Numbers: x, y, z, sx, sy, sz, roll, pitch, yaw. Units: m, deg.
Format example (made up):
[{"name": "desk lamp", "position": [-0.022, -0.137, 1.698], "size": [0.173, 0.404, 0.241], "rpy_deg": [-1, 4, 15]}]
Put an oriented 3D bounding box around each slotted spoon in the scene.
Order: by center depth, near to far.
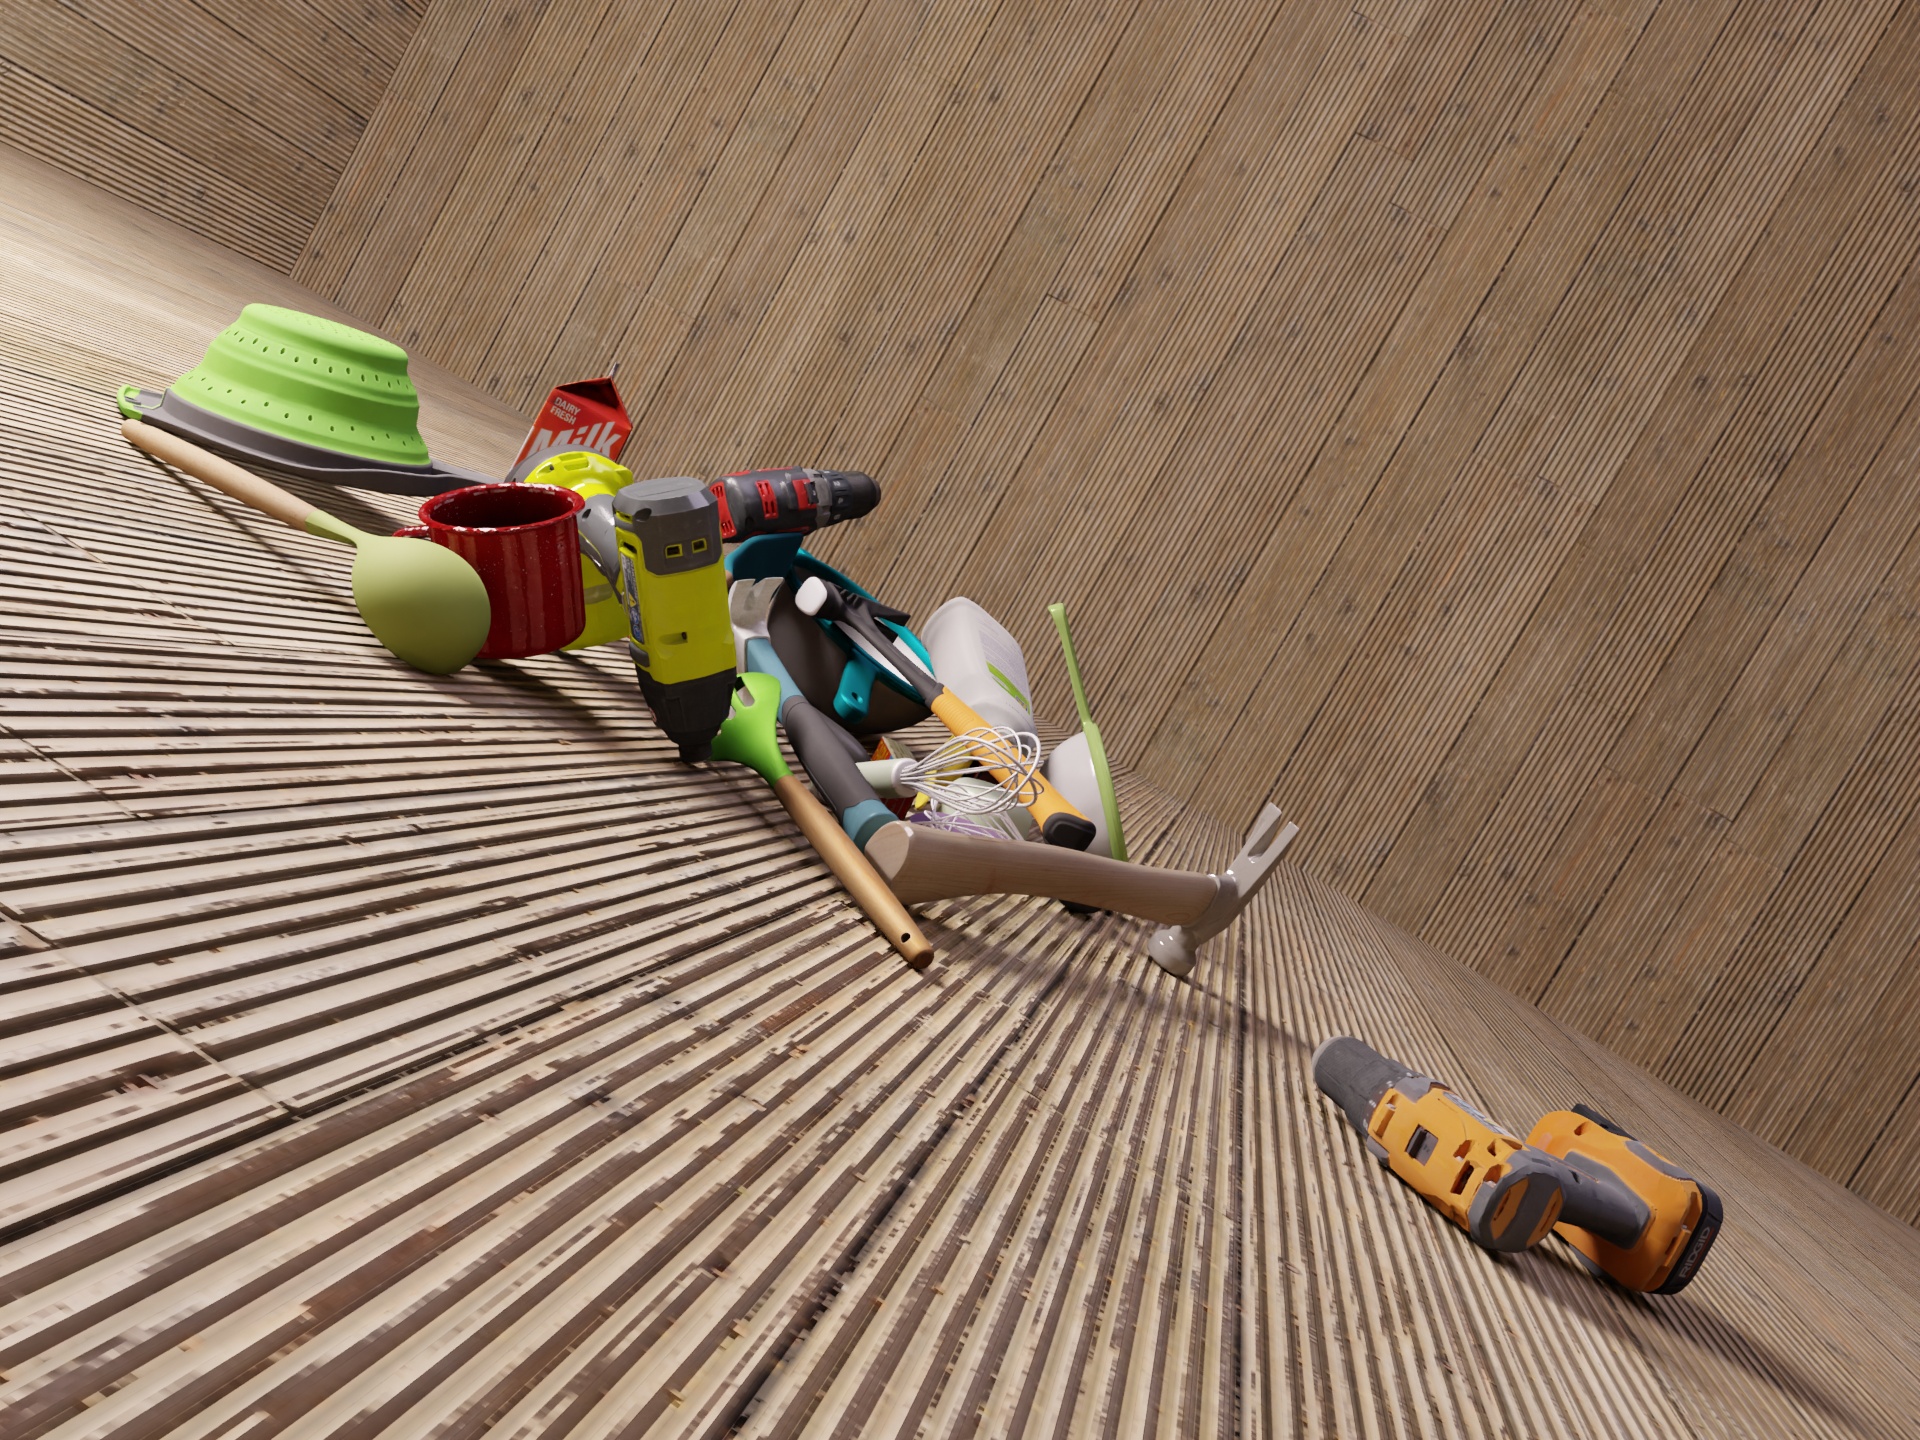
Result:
[{"name": "slotted spoon", "position": [-0.090, 0.049, 0.919], "size": [0.031, 0.070, 0.314], "rpy_deg": [49, -3, -40]}]

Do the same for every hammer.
[{"name": "hammer", "position": [0.087, 0.096, 1.037], "size": [0.410, 0.146, 0.038], "rpy_deg": [15, 26, -53]}, {"name": "hammer", "position": [-0.104, 0.003, 1.044], "size": [0.033, 0.128, 0.331], "rpy_deg": [-7, 27, -20]}, {"name": "hammer", "position": [-0.002, -0.004, 1.280], "size": [0.127, 0.034, 0.337], "rpy_deg": [19, 21, -51]}]

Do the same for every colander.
[{"name": "colander", "position": [-0.386, -0.217, 1.160], "size": [0.396, 0.094, 0.205], "rpy_deg": [13, 12, -31]}]

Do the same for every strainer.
[{"name": "strainer", "position": [0.089, 0.029, 1.386], "size": [0.069, 0.256, 0.151], "rpy_deg": [-14, 5, 2]}, {"name": "strainer", "position": [-0.109, -0.034, 1.420], "size": [0.211, 0.095, 0.340], "rpy_deg": [40, 14, -12]}]

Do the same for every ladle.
[{"name": "ladle", "position": [-0.386, -0.109, 0.905], "size": [0.320, 0.062, 0.078], "rpy_deg": [25, 10, 28]}]

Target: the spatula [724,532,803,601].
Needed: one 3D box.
[{"name": "spatula", "position": [-0.174, -0.100, 1.208], "size": [0.044, 0.082, 0.317], "rpy_deg": [29, 11, -5]}]

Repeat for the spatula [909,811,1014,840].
[{"name": "spatula", "position": [0.080, 0.111, 1.247], "size": [0.315, 0.018, 0.060], "rpy_deg": [16, 27, -42]}]

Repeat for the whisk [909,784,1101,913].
[{"name": "whisk", "position": [0.042, 0.103, 1.122], "size": [0.070, 0.070, 0.284], "rpy_deg": [33, 1, 31]}]

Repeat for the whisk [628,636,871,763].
[{"name": "whisk", "position": [-0.181, -0.044, 1.266], "size": [0.296, 0.073, 0.073], "rpy_deg": [38, 7, 20]}]

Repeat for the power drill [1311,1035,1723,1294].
[{"name": "power drill", "position": [0.341, 0.272, 0.999], "size": [0.226, 0.084, 0.185], "rpy_deg": [22, 7, -30]}]

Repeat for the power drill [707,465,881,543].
[{"name": "power drill", "position": [-0.198, -0.175, 1.426], "size": [0.227, 0.080, 0.188], "rpy_deg": [-14, 2, 40]}]

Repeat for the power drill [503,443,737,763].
[{"name": "power drill", "position": [-0.210, -0.081, 1.003], "size": [0.080, 0.171, 0.223], "rpy_deg": [-16, 27, -28]}]

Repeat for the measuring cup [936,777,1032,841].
[{"name": "measuring cup", "position": [0.010, 0.074, 1.254], "size": [0.083, 0.038, 0.167], "rpy_deg": [23, 6, 14]}]

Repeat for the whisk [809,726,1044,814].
[{"name": "whisk", "position": [-0.029, 0.036, 0.993], "size": [0.057, 0.059, 0.246], "rpy_deg": [42, -25, -24]}]

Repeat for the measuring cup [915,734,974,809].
[{"name": "measuring cup", "position": [-0.016, 0.054, 1.336], "size": [0.029, 0.062, 0.156], "rpy_deg": [39, 15, -6]}]
